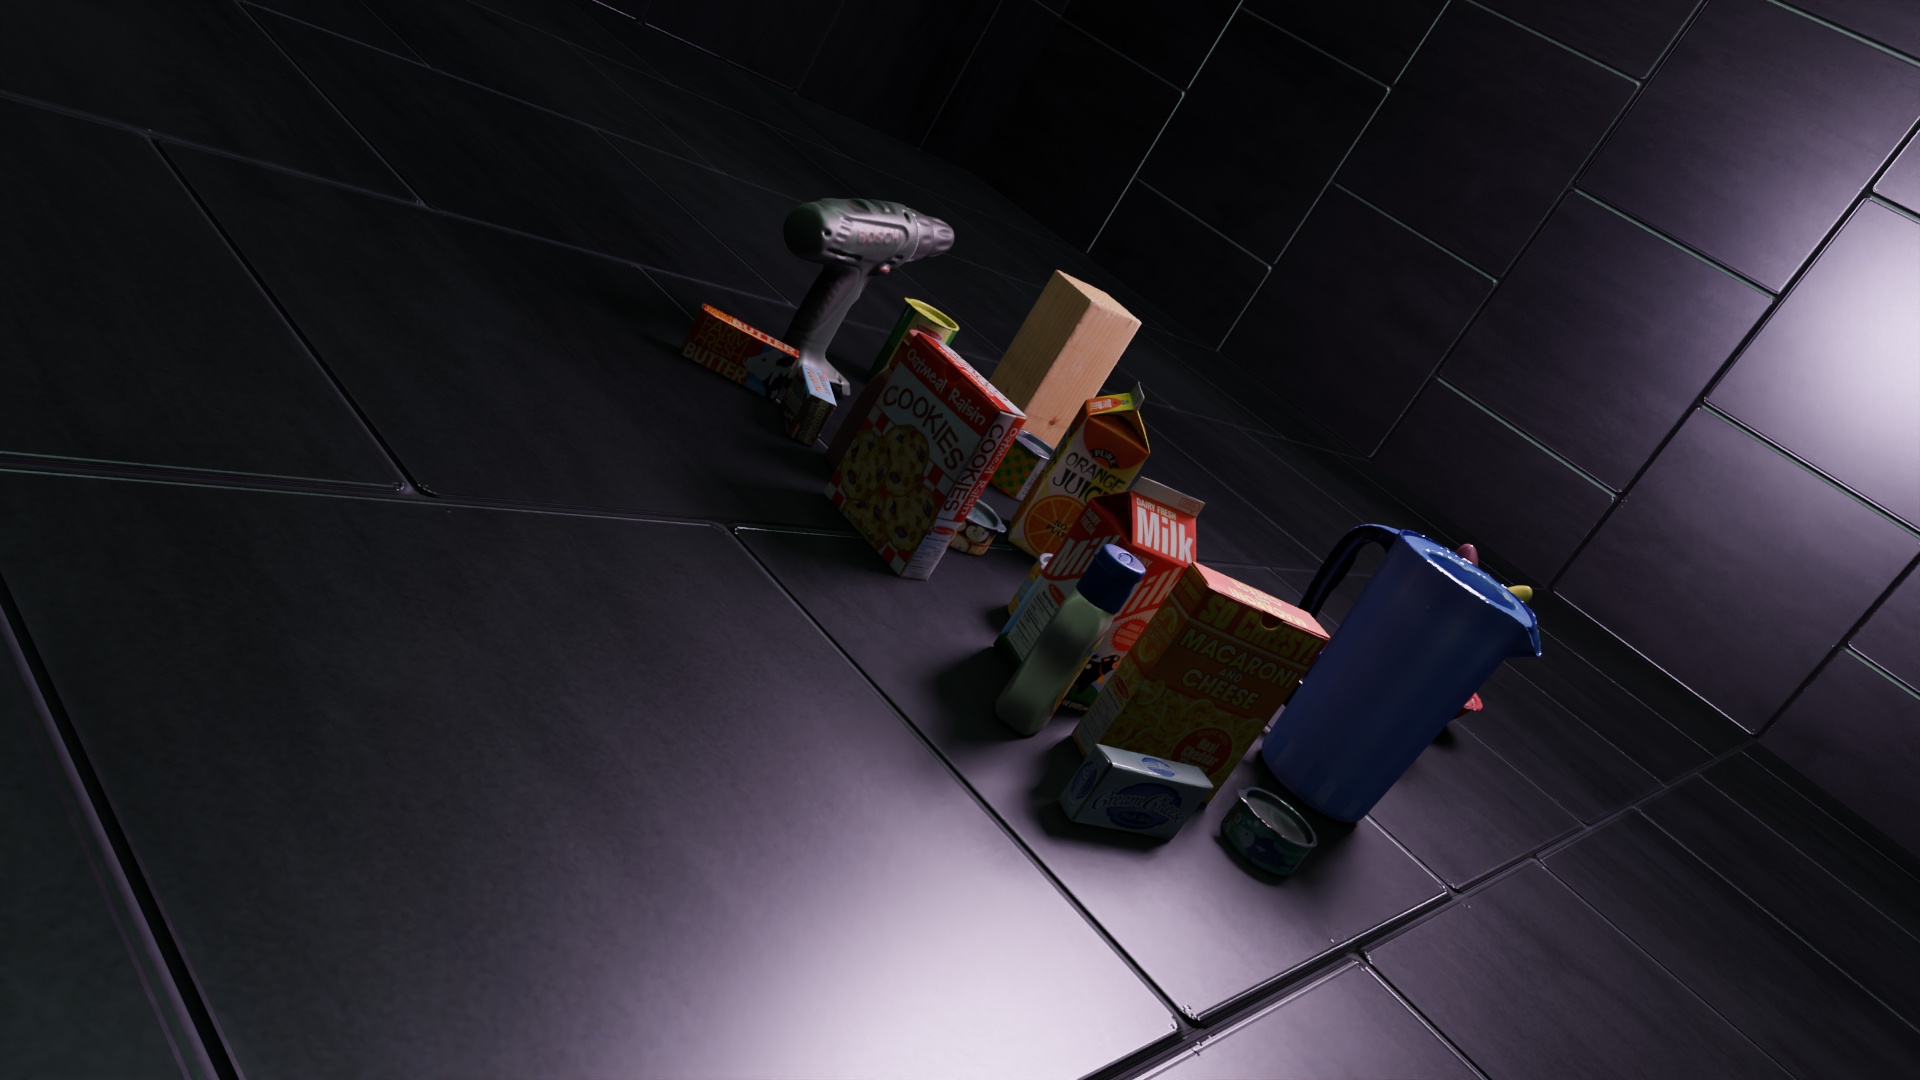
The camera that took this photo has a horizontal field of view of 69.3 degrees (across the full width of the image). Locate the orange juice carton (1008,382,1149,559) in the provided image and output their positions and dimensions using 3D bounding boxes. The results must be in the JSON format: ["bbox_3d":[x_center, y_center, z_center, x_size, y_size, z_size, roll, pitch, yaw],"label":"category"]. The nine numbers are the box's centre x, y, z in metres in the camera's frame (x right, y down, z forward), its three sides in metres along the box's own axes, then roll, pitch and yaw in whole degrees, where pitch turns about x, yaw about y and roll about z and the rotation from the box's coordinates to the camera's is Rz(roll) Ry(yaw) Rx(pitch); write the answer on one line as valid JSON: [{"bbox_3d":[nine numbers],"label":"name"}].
[{"bbox_3d":[0.127,-0.069,1.373,0.073,0.192,0.072,30,18,-6],"label":"orange juice carton"}]

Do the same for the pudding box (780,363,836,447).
[{"bbox_3d":[-0.145,-0.130,1.322,0.030,0.049,0.084,24,20,-23],"label":"pudding box"}]

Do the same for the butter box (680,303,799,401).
[{"bbox_3d":[-0.213,-0.181,1.339,0.103,0.053,0.024,26,19,-17],"label":"butter box"}]

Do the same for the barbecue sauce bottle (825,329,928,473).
[{"bbox_3d":[-0.068,-0.121,1.266,0.044,0.148,0.065,15,25,-42],"label":"barbecue sauce bottle"}]

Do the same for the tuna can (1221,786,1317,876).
[{"bbox_3d":[0.233,0.220,1.058,0.071,0.032,0.071,28,19,-10],"label":"tuna can"}]

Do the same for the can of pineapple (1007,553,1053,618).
[{"bbox_3d":[0.081,0.052,1.204,0.071,0.057,0.071,29,19,-10],"label":"can of pineapple"}]

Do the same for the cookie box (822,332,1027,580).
[{"bbox_3d":[-0.033,-0.071,1.164,0.040,0.167,0.123,10,28,-49],"label":"cookie box"}]

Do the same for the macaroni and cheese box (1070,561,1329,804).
[{"bbox_3d":[0.180,0.111,1.044,0.124,0.166,0.040,22,20,-27],"label":"macaroni and cheese box"}]

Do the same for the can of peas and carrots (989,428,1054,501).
[{"bbox_3d":[0.066,-0.084,1.524,0.071,0.058,0.071,29,19,-10],"label":"can of peas and carrots"}]

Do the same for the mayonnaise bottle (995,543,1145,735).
[{"bbox_3d":[0.081,0.072,1.014,0.041,0.147,0.065,36,18,10],"label":"mayonnaise bottle"}]

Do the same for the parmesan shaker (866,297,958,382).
[{"bbox_3d":[-0.058,-0.218,1.598,0.071,0.102,0.071,29,18,-10],"label":"parmesan shaker"}]

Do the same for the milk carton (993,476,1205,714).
[{"bbox_3d":[0.114,0.037,1.087,0.072,0.190,0.074,20,22,-33],"label":"milk carton"}]

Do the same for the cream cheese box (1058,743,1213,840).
[{"bbox_3d":[0.122,0.176,0.964,0.104,0.053,0.024,18,23,-35],"label":"cream cheese box"}]

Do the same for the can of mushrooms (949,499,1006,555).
[{"bbox_3d":[0.005,-0.016,1.296,0.071,0.033,0.071,28,19,-10],"label":"can of mushrooms"}]
